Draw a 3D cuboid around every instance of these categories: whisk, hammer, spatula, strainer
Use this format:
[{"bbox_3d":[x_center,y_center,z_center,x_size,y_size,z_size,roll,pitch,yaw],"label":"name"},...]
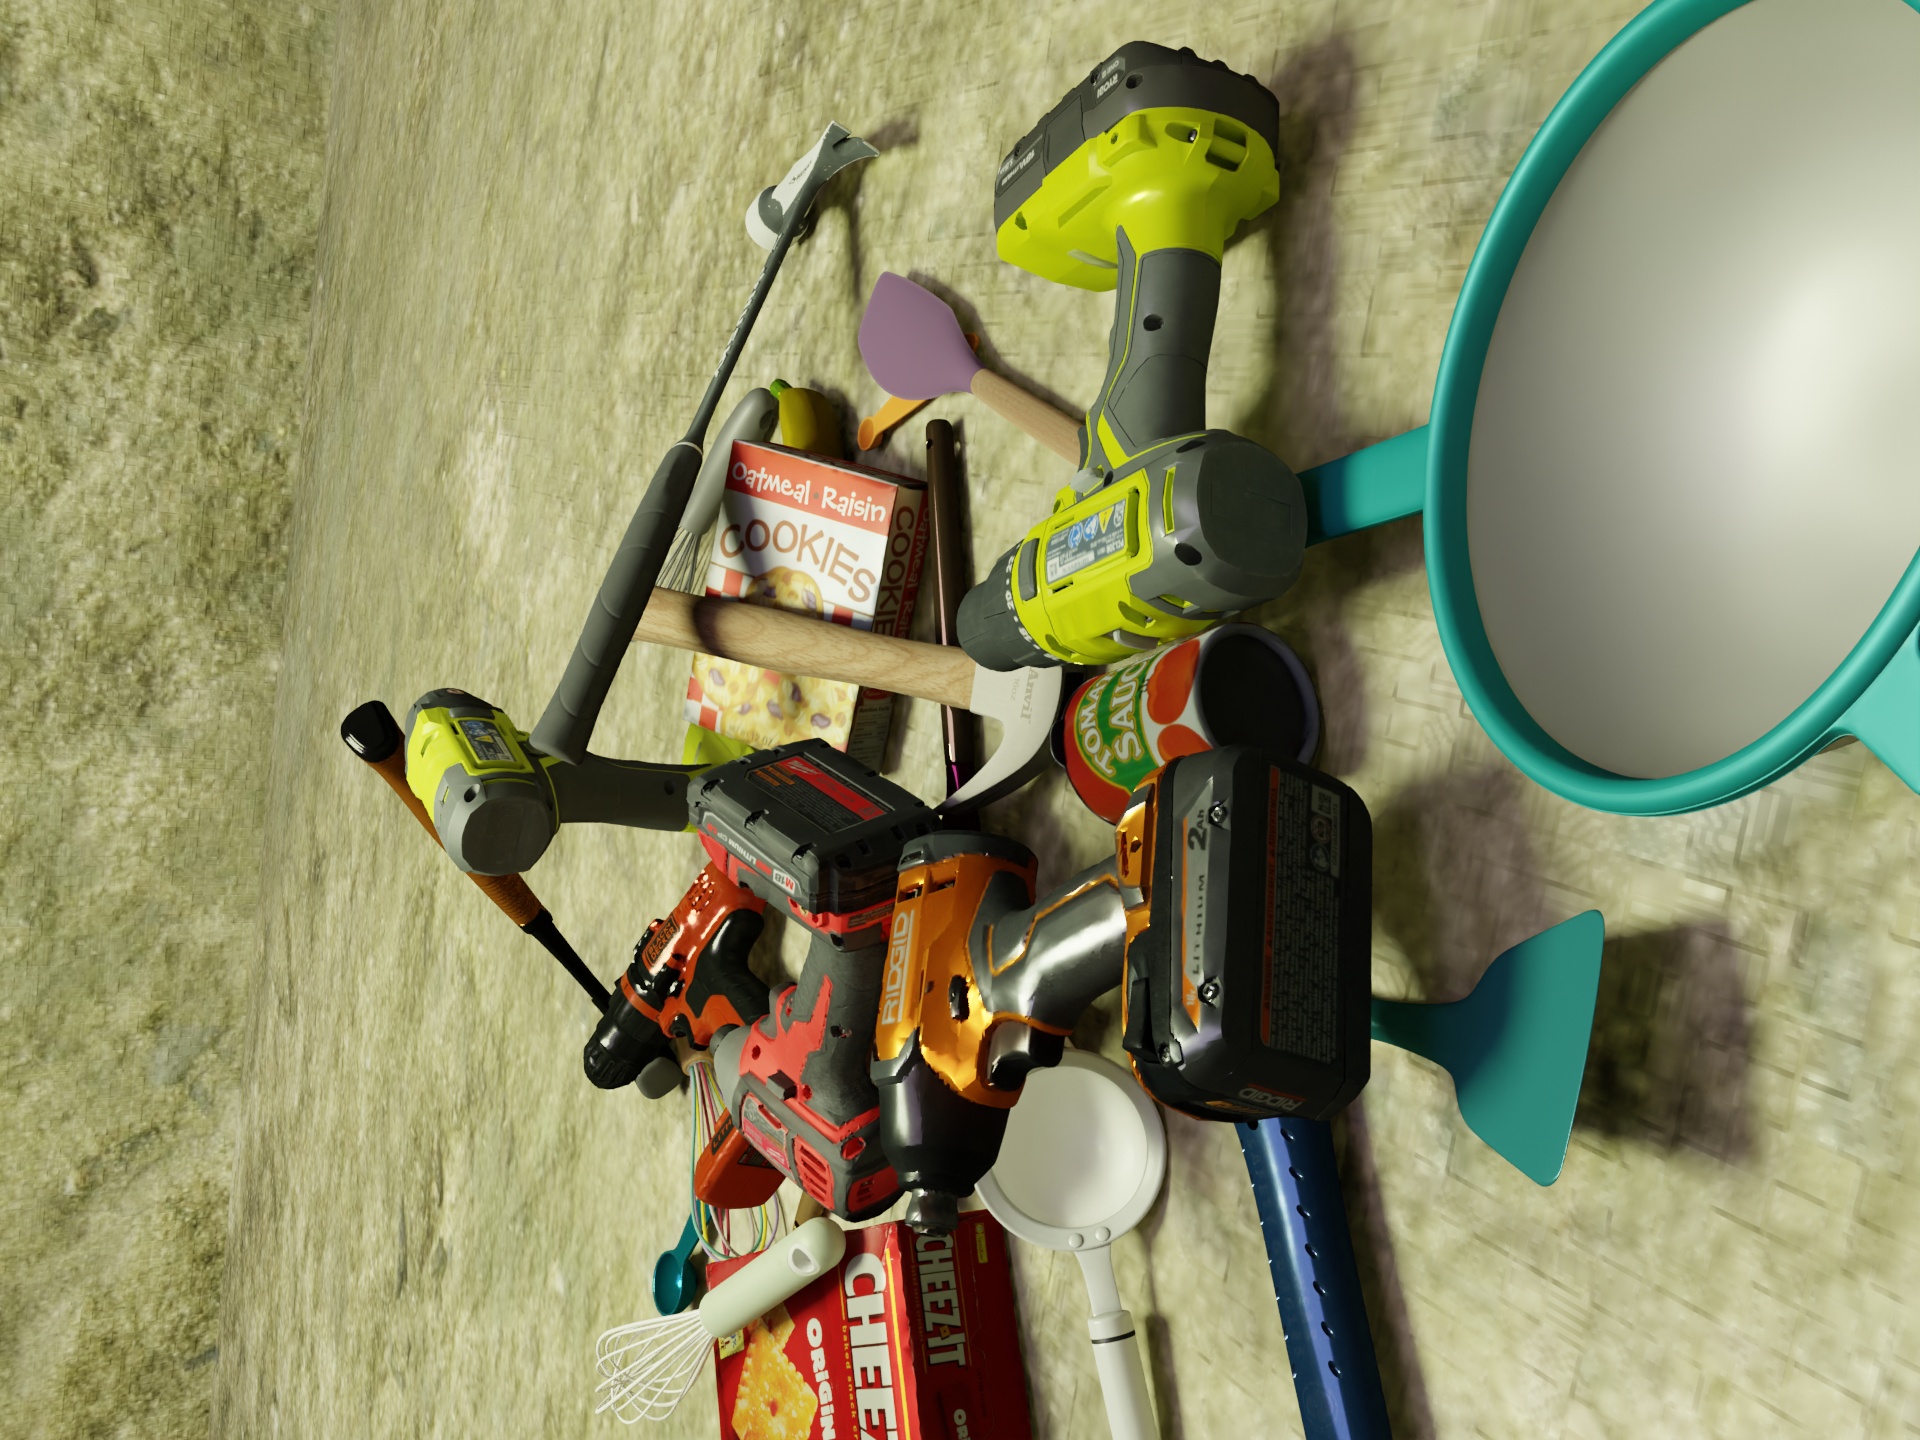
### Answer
[{"bbox_3d":[-0.185,-0.136,1.090,0.239,0.055,0.055,-52,46,37],"label":"whisk"},{"bbox_3d":[-0.168,0.245,1.030,0.047,0.051,0.245,-65,35,38],"label":"whisk"},{"bbox_3d":[-0.145,-0.161,0.890,0.149,0.036,0.409,-19,47,60],"label":"hammer"},{"bbox_3d":[0.115,0.102,0.602,0.317,0.044,0.082,-1,73,59],"label":"spatula"},{"bbox_3d":[0.152,0.323,0.531,0.144,0.035,0.406,-34,59,51],"label":"hammer"},{"bbox_3d":[-0.293,0.113,1.043,0.127,0.034,0.336,40,164,53],"label":"hammer"},{"bbox_3d":[0.198,-0.077,0.468,0.340,0.095,0.211,177,98,-77],"label":"strainer"},{"bbox_3d":[0.023,-0.157,0.788,0.316,0.018,0.059,44,118,48],"label":"spatula"},{"bbox_3d":[-0.129,0.313,0.832,0.058,0.059,0.246,50,128,6],"label":"whisk"},{"bbox_3d":[0.061,0.249,0.676,0.087,0.050,0.259,-15,76,10],"label":"strainer"},{"bbox_3d":[-0.076,-0.035,0.833,0.331,0.031,0.130,12,96,39],"label":"hammer"}]

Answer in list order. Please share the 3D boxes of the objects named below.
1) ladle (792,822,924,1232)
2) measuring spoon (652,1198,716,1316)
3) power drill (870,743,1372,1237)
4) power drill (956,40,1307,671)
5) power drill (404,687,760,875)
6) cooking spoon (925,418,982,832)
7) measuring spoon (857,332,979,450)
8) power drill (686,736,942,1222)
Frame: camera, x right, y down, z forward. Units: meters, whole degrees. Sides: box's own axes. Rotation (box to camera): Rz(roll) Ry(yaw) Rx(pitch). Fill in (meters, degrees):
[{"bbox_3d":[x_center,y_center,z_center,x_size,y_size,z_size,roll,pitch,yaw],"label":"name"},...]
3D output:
[{"bbox_3d":[-0.051,0.177,0.852,0.069,0.031,0.315,47,131,37],"label":"ladle"},{"bbox_3d":[-0.169,0.339,1.051,0.042,0.021,0.128,47,116,49],"label":"measuring spoon"},{"bbox_3d":[0.044,0.108,0.600,0.226,0.084,0.164,-24,52,50],"label":"power drill"},{"bbox_3d":[0.060,-0.134,0.654,0.190,0.080,0.229,-20,63,59],"label":"power drill"},{"bbox_3d":[-0.210,0.029,0.946,0.171,0.223,0.080,41,121,51],"label":"power drill"},{"bbox_3d":[-0.001,-0.003,0.816,0.069,0.017,0.319,-20,71,56],"label":"cooking spoon"},{"bbox_3d":[-0.022,-0.180,0.876,0.117,0.011,0.021,-30,62,48],"label":"measuring spoon"},{"bbox_3d":[-0.078,0.129,0.795,0.143,0.078,0.219,29,125,41],"label":"power drill"}]
